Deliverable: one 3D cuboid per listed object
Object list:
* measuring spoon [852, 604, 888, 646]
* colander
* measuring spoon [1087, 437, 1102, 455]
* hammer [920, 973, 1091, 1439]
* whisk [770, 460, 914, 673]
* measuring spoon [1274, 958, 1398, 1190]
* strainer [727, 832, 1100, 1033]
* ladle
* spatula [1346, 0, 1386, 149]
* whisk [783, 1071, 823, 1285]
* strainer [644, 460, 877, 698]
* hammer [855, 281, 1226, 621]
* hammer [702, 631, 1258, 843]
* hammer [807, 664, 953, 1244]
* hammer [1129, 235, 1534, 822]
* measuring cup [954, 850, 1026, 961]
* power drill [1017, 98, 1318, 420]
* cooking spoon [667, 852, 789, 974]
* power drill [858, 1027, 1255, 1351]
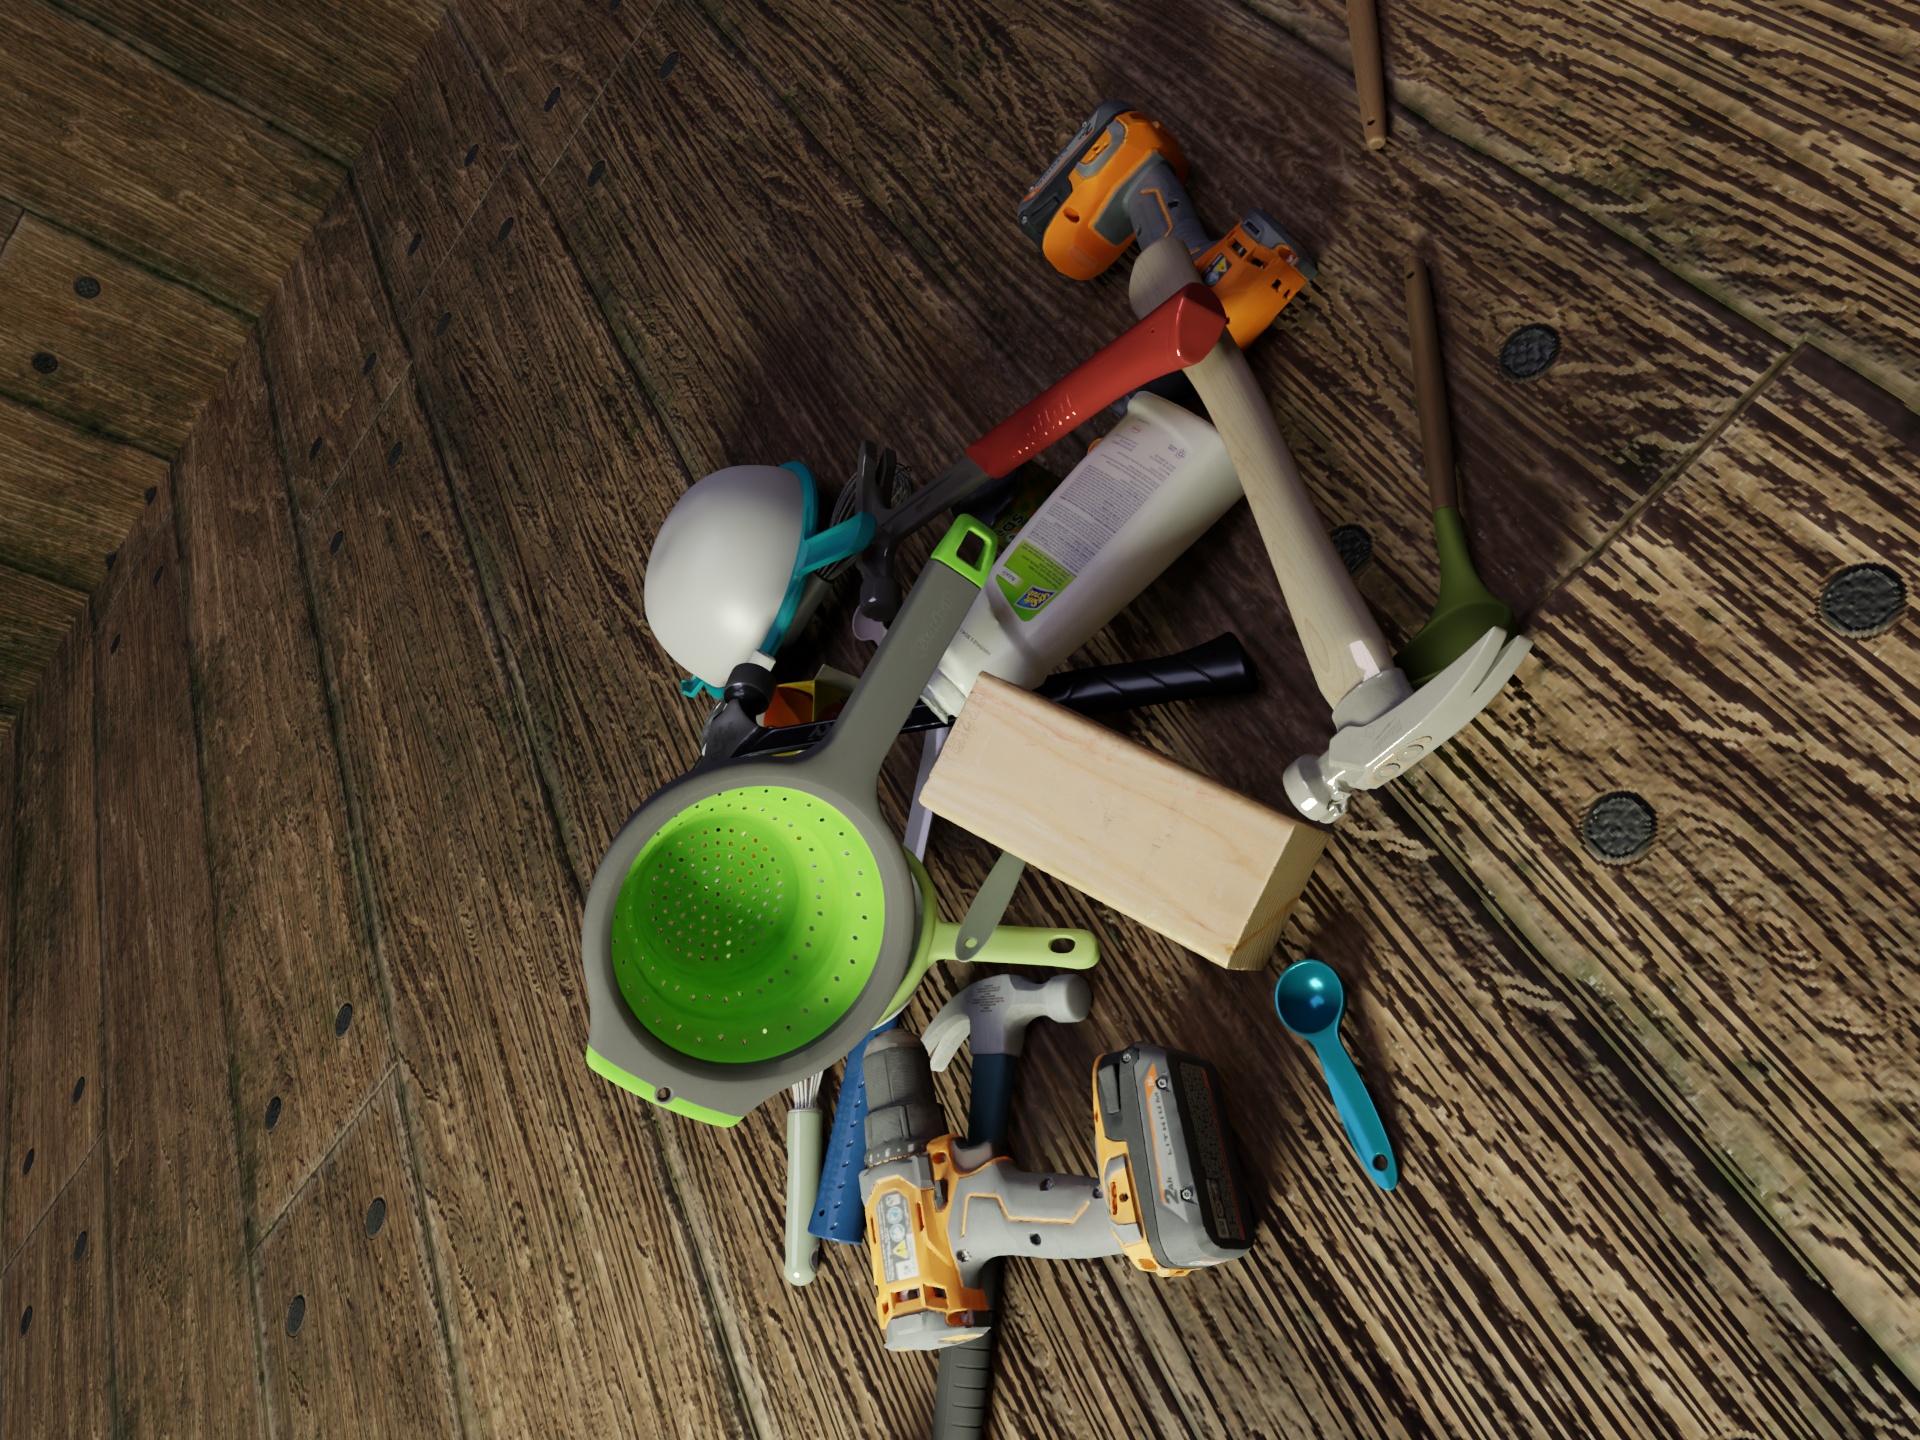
[{"bbox_3d":[-0.045,-0.052,1.226,0.034,0.018,0.124,-56,49,18],"label":"measuring spoon"},{"bbox_3d":[-0.098,0.047,0.986,0.397,0.204,0.094,-60,25,-5],"label":"colander"},{"bbox_3d":[0.088,-0.145,1.134,0.021,0.011,0.117,10,83,48],"label":"measuring spoon"},{"bbox_3d":[0.011,0.322,0.980,0.128,0.033,0.331,-11,65,42],"label":"hammer"},{"bbox_3d":[-0.113,-0.117,1.300,0.239,0.055,0.055,-52,43,21],"label":"whisk"},{"bbox_3d":[0.209,0.189,0.855,0.042,0.021,0.129,-36,59,30],"label":"measuring spoon"},{"bbox_3d":[-0.026,0.152,1.037,0.256,0.069,0.152,0,61,22],"label":"strainer"},{"bbox_3d":[0.269,-0.146,0.914,0.078,0.062,0.320,-26,52,43],"label":"ladle"},{"bbox_3d":[0.267,-0.526,1.098,0.082,0.044,0.318,-18,61,36],"label":"spatula"},{"bbox_3d":[-0.110,0.268,1.121,0.059,0.057,0.246,-5,70,12],"label":"whisk"},{"bbox_3d":[-0.176,-0.135,1.270,0.340,0.095,0.211,-9,65,62],"label":"strainer"},{"bbox_3d":[0.038,-0.197,1.073,0.359,0.036,0.149,-28,54,47],"label":"hammer"},{"bbox_3d":[-0.002,-0.003,1.060,0.409,0.036,0.149,-9,46,26],"label":"hammer"},{"bbox_3d":[-0.049,0.153,1.115,0.144,0.035,0.406,0,72,43],"label":"hammer"},{"bbox_3d":[0.184,-0.148,0.916,0.146,0.038,0.411,-46,46,36],"label":"hammer"},{"bbox_3d":[0.040,0.092,1.003,0.083,0.038,0.168,15,55,25],"label":"measuring cup"},{"bbox_3d":[0.130,-0.318,1.118,0.164,0.084,0.227,-47,49,20],"label":"power drill"},{"bbox_3d":[-0.180,0.163,1.216,0.319,0.017,0.068,36,119,59],"label":"cooking spoon"},{"bbox_3d":[0.038,0.249,0.918,0.226,0.084,0.185,-24,62,26],"label":"power drill"}]
